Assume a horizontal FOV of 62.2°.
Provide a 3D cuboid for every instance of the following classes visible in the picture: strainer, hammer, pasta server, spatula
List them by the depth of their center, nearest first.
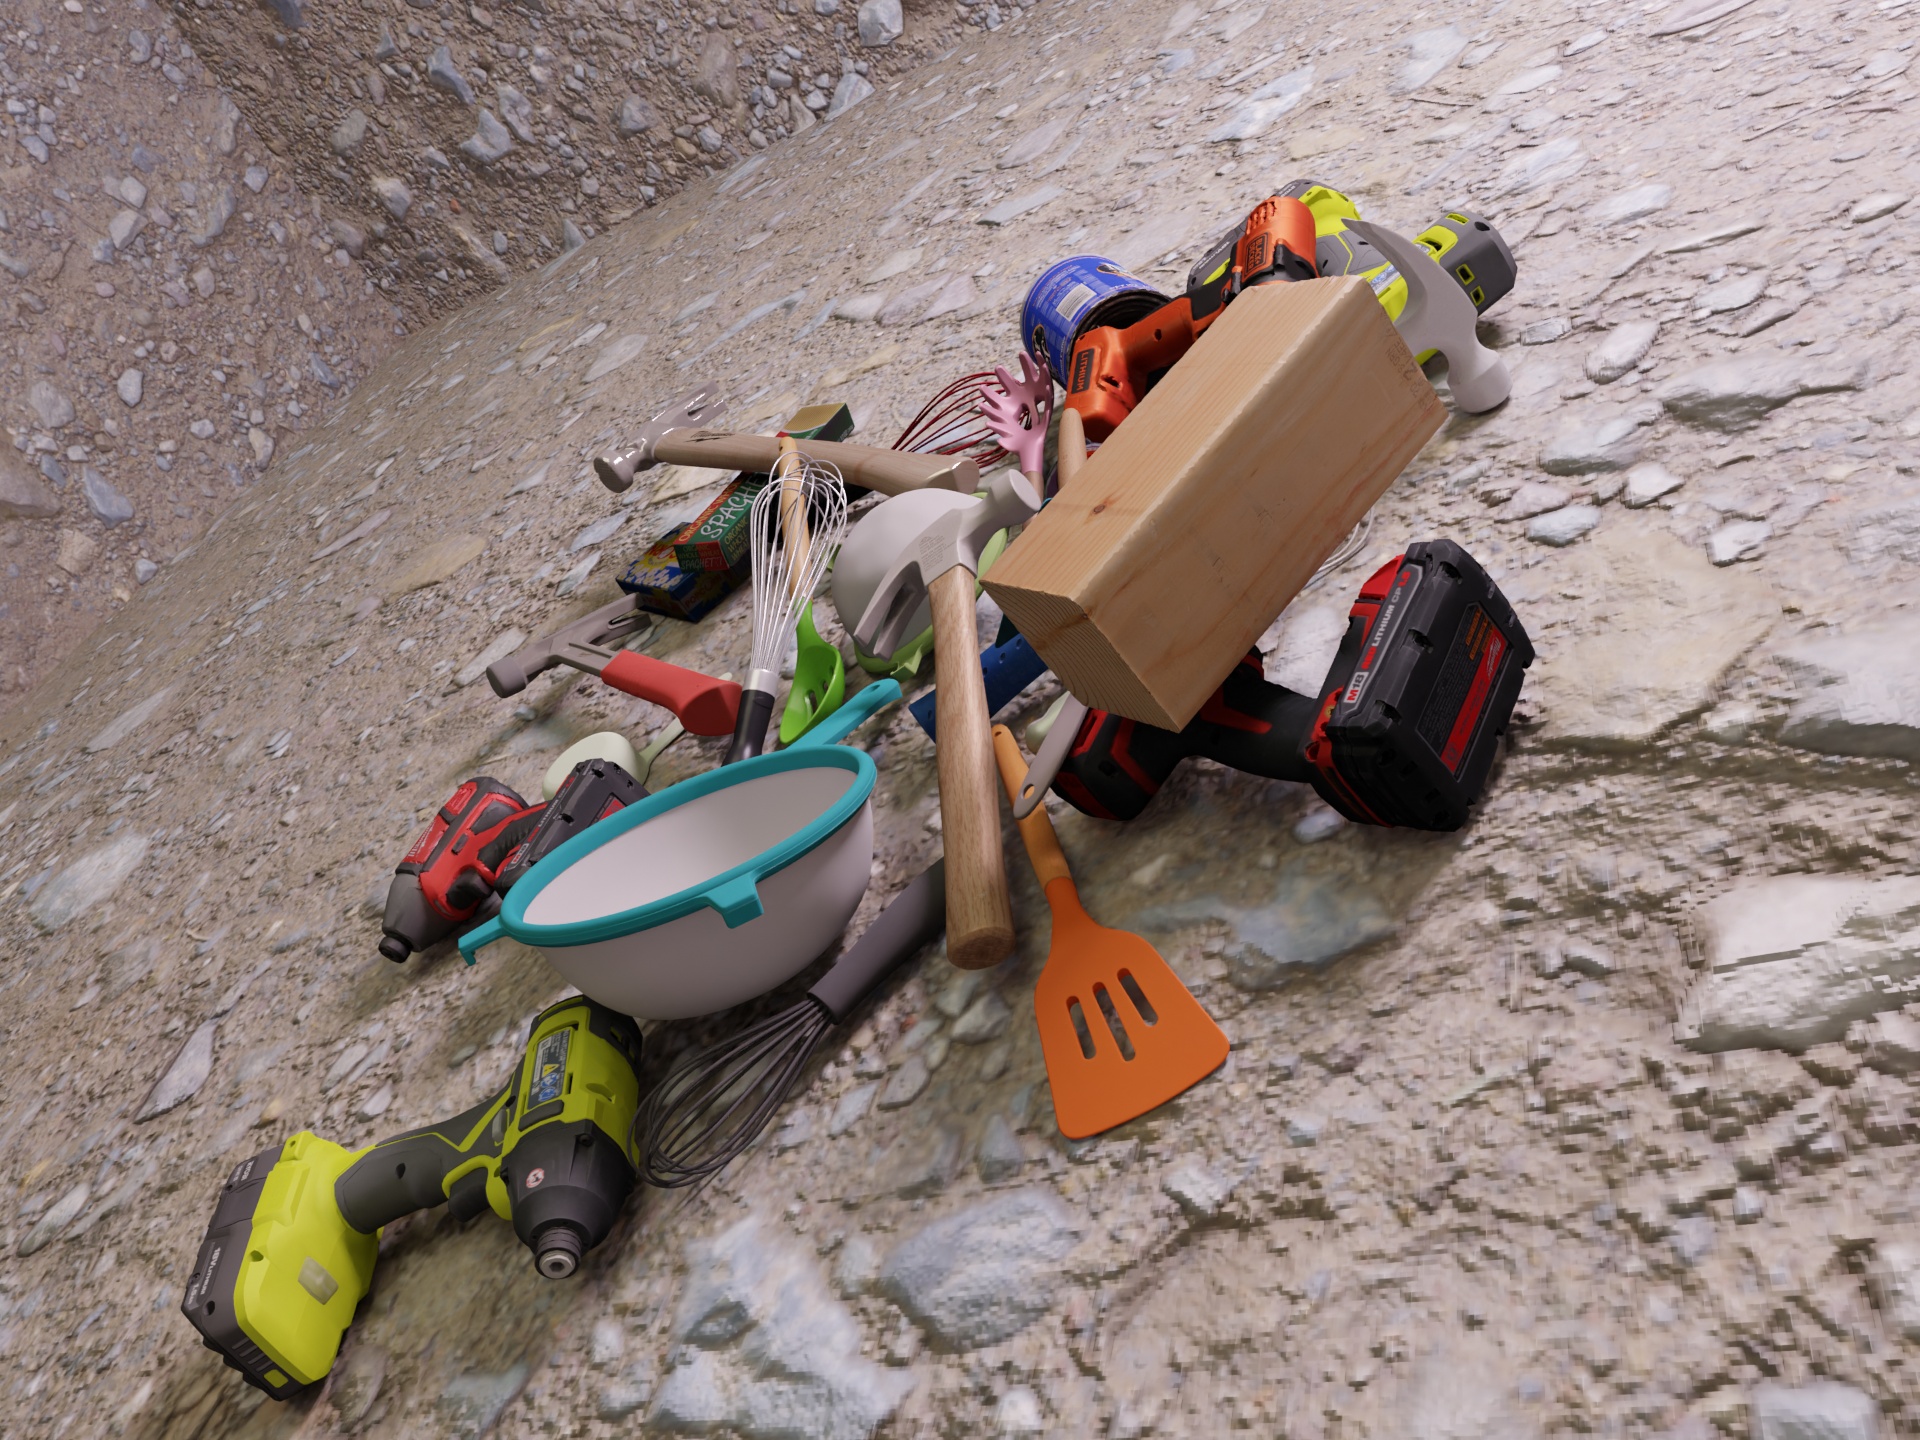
[{"bbox_3d":[0.049,0.080,0.797,0.081,0.041,0.323,-30,25,5],"label":"spatula"},{"bbox_3d":[-0.001,-0.003,0.869,0.130,0.031,0.332,-34,37,25],"label":"hammer"},{"bbox_3d":[-0.104,0.074,0.908,0.211,0.095,0.340,-12,16,30],"label":"strainer"},{"bbox_3d":[0.055,-0.134,0.916,0.044,0.082,0.318,16,27,-4],"label":"spatula"},{"bbox_3d":[0.133,-0.125,0.937,0.405,0.144,0.035,-40,24,2],"label":"hammer"},{"bbox_3d":[0.047,-0.158,1.108,0.060,0.040,0.317,-27,37,23],"label":"pasta server"},{"bbox_3d":[-0.063,-0.120,1.134,0.151,0.069,0.256,-56,27,-6],"label":"strainer"},{"bbox_3d":[-0.242,-0.040,1.214,0.149,0.036,0.359,-30,23,-25],"label":"hammer"},{"bbox_3d":[-0.135,-0.223,1.311,0.411,0.038,0.146,15,49,43],"label":"hammer"}]

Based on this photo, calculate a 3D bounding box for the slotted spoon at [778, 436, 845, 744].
[{"bbox_3d":[-0.114,-0.103,1.147,0.070,0.031,0.314,-44,39,33],"label":"slotted spoon"}]

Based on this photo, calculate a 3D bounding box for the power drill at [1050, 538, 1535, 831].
[{"bbox_3d":[0.156,-0.034,0.780,0.227,0.080,0.188,1,56,50],"label":"power drill"}]

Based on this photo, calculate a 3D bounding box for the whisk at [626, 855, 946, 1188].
[{"bbox_3d":[-0.070,0.141,0.796,0.239,0.055,0.055,-42,29,-25],"label":"whisk"}]

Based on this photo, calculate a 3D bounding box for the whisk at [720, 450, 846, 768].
[{"bbox_3d":[-0.127,-0.053,1.056,0.070,0.070,0.285,-8,62,38],"label":"whisk"}]

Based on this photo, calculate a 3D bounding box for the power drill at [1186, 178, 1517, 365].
[{"bbox_3d":[0.245,-0.281,1.091,0.190,0.080,0.229,-40,31,7],"label":"power drill"}]

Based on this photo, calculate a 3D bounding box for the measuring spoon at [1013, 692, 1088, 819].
[{"bbox_3d":[0.051,-0.006,0.796,0.034,0.018,0.124,-3,54,52],"label":"measuring spoon"}]

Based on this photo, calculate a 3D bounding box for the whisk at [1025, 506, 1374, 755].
[{"bbox_3d":[0.135,-0.060,0.904,0.246,0.059,0.057,-39,-8,-3],"label":"whisk"}]

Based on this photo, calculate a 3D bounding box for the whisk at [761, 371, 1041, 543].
[{"bbox_3d":[-0.055,-0.211,1.312,0.296,0.073,0.073,-22,30,31],"label":"whisk"}]

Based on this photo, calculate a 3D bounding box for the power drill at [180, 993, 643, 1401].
[{"bbox_3d":[-0.269,0.245,0.810,0.223,0.080,0.171,-26,28,7],"label":"power drill"}]

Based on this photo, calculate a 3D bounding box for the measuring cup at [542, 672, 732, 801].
[{"bbox_3d":[-0.238,0.011,1.170,0.167,0.038,0.083,-45,30,-16],"label":"measuring cup"}]

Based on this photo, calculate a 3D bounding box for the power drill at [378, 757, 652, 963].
[{"bbox_3d":[-0.303,0.099,1.064,0.220,0.078,0.143,-8,43,44],"label":"power drill"}]
